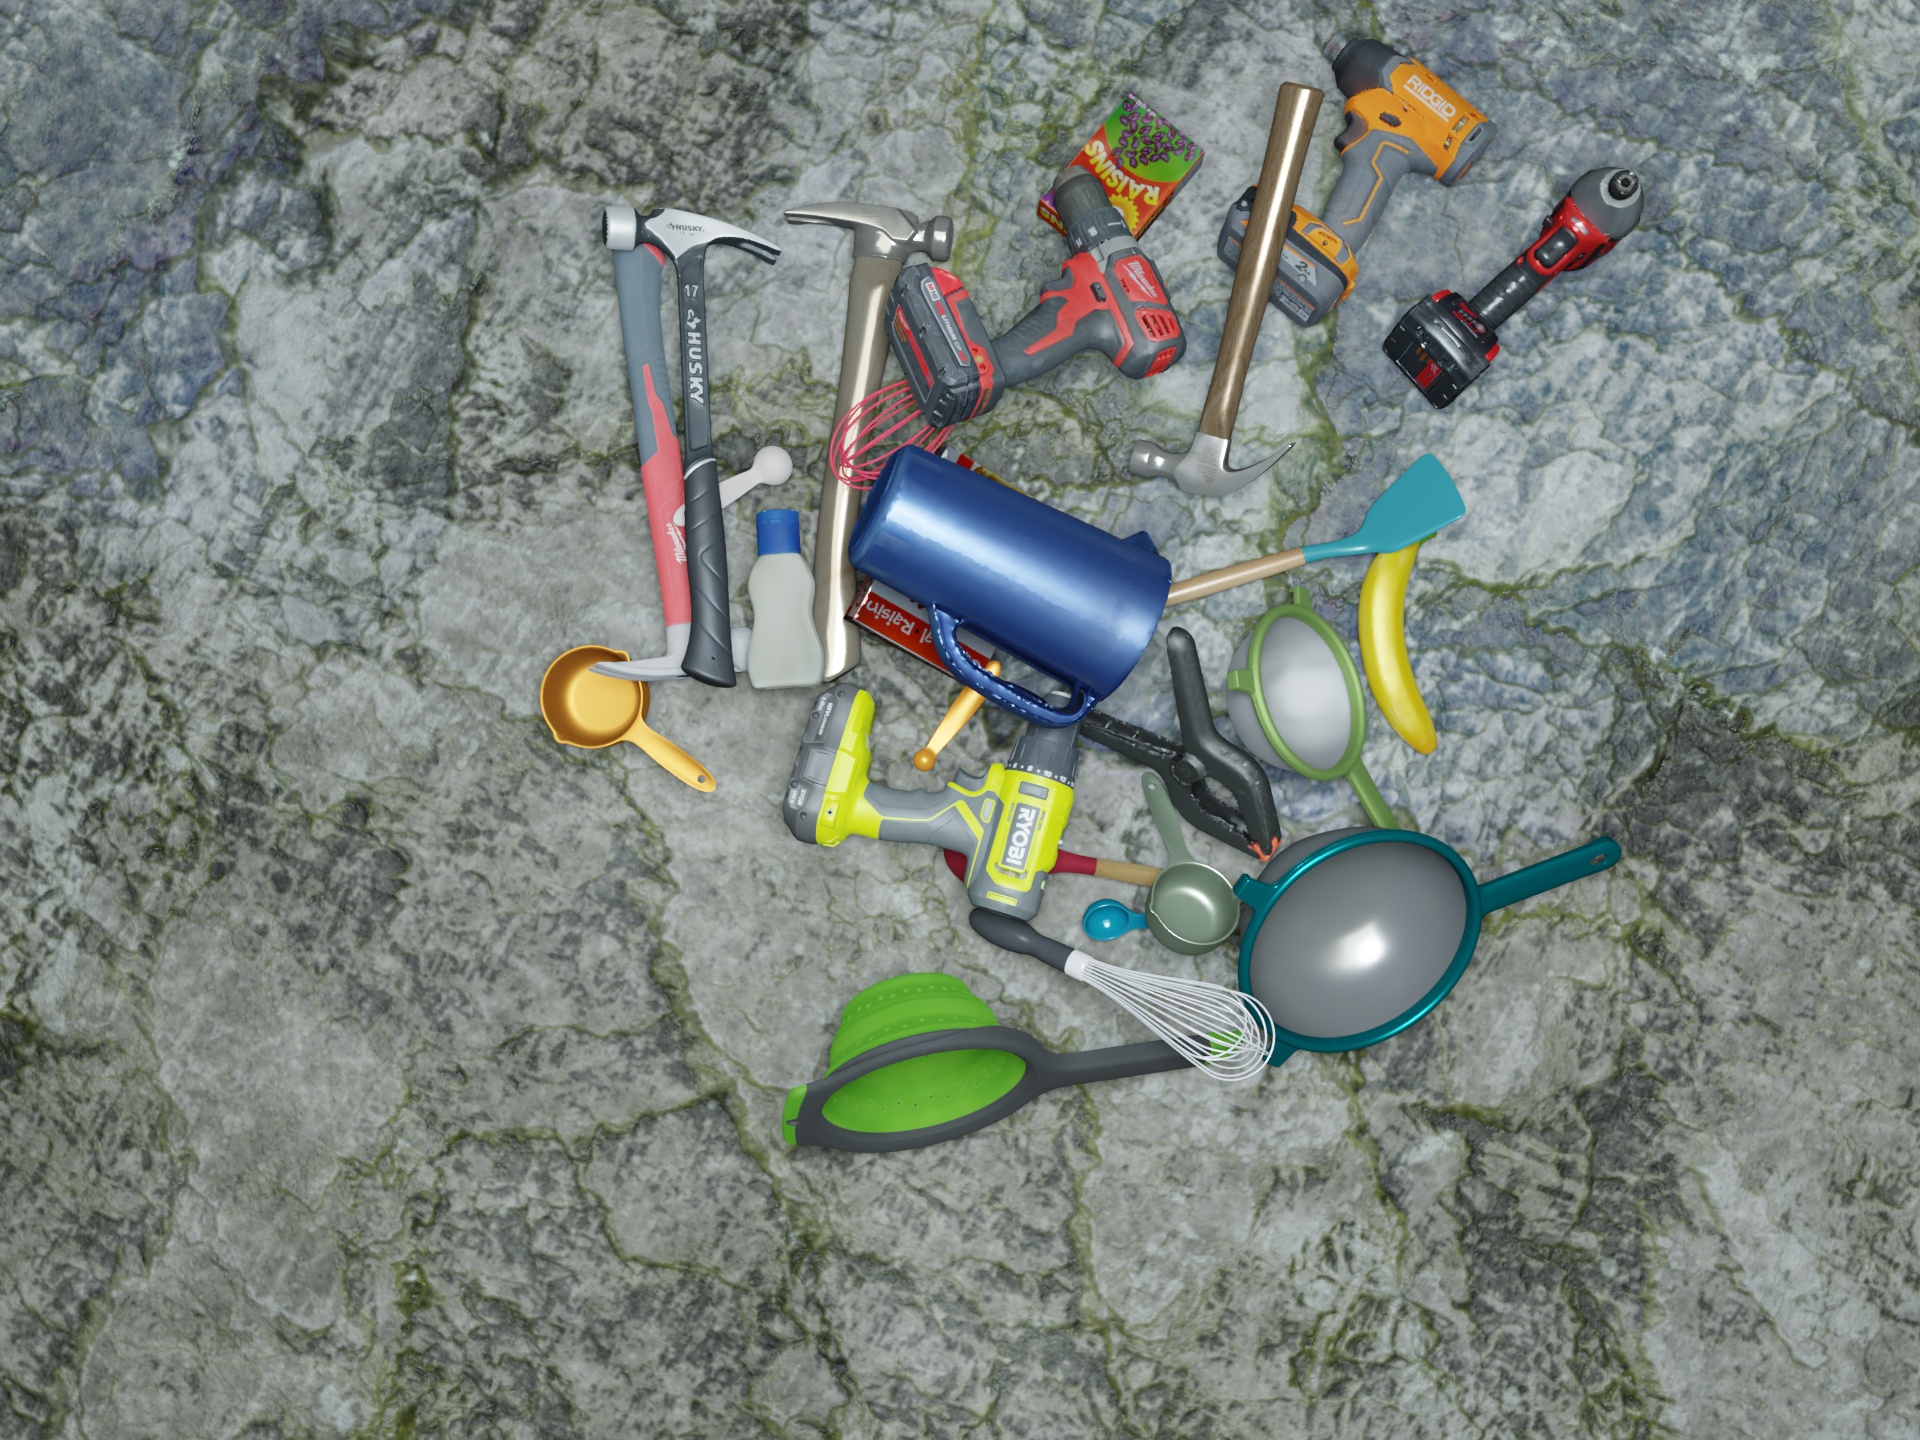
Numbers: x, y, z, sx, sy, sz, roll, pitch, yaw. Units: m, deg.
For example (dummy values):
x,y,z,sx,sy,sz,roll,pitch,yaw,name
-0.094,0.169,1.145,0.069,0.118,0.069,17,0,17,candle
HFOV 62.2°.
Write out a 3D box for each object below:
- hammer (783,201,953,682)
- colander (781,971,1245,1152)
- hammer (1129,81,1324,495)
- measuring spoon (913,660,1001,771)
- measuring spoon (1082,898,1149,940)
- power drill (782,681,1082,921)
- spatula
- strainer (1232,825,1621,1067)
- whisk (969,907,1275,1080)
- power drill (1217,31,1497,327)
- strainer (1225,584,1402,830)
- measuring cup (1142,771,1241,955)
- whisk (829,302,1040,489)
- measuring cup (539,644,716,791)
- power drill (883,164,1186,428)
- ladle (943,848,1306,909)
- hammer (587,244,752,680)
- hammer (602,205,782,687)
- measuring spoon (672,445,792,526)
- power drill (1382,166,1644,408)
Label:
x,y,z,sx,sy,sz,roll,pitch,yaw,name
-0.105,-0.239,1.371,0.146,0.038,0.410,8,89,3,hammer
0.042,0.265,1.330,0.397,0.204,0.095,-5,54,-15,colander
0.239,-0.345,1.301,0.130,0.031,0.331,18,111,14,hammer
-0.002,-0.004,1.376,0.021,0.011,0.117,37,90,1,measuring spoon
0.167,0.166,1.369,0.128,0.021,0.042,-2,126,-7,measuring spoon
-0.017,0.048,1.329,0.228,0.080,0.190,15,81,7,power drill
0.265,-0.142,1.357,0.317,0.044,0.082,-17,50,4,spatula
0.373,0.143,1.322,0.340,0.095,0.210,-18,119,-7,strainer
0.125,0.215,1.305,0.285,0.070,0.070,21,90,28,whisk
0.321,-0.466,1.347,0.164,0.084,0.226,42,86,4,power drill
0.298,0.025,1.348,0.256,0.069,0.151,56,47,-16,strainer
0.179,0.122,1.345,0.083,0.038,0.168,-6,57,-17,measuring cup
0.008,-0.290,1.336,0.296,0.073,0.073,-39,89,-16,whisk
-0.277,0.006,1.362,0.173,0.052,0.095,37,90,-1,measuring cup
0.054,-0.346,1.288,0.226,0.080,0.188,-20,79,-17,power drill
0.141,0.132,1.366,0.315,0.031,0.069,10,89,-1,ladle
-0.270,-0.226,1.349,0.143,0.038,0.386,-7,85,-31,hammer
-0.214,-0.229,1.329,0.149,0.036,0.409,-2,83,-20,hammer
-0.192,-0.198,1.353,0.124,0.018,0.034,-36,99,-27,measuring spoon
0.464,-0.365,1.311,0.219,0.143,0.078,-41,86,2,power drill
